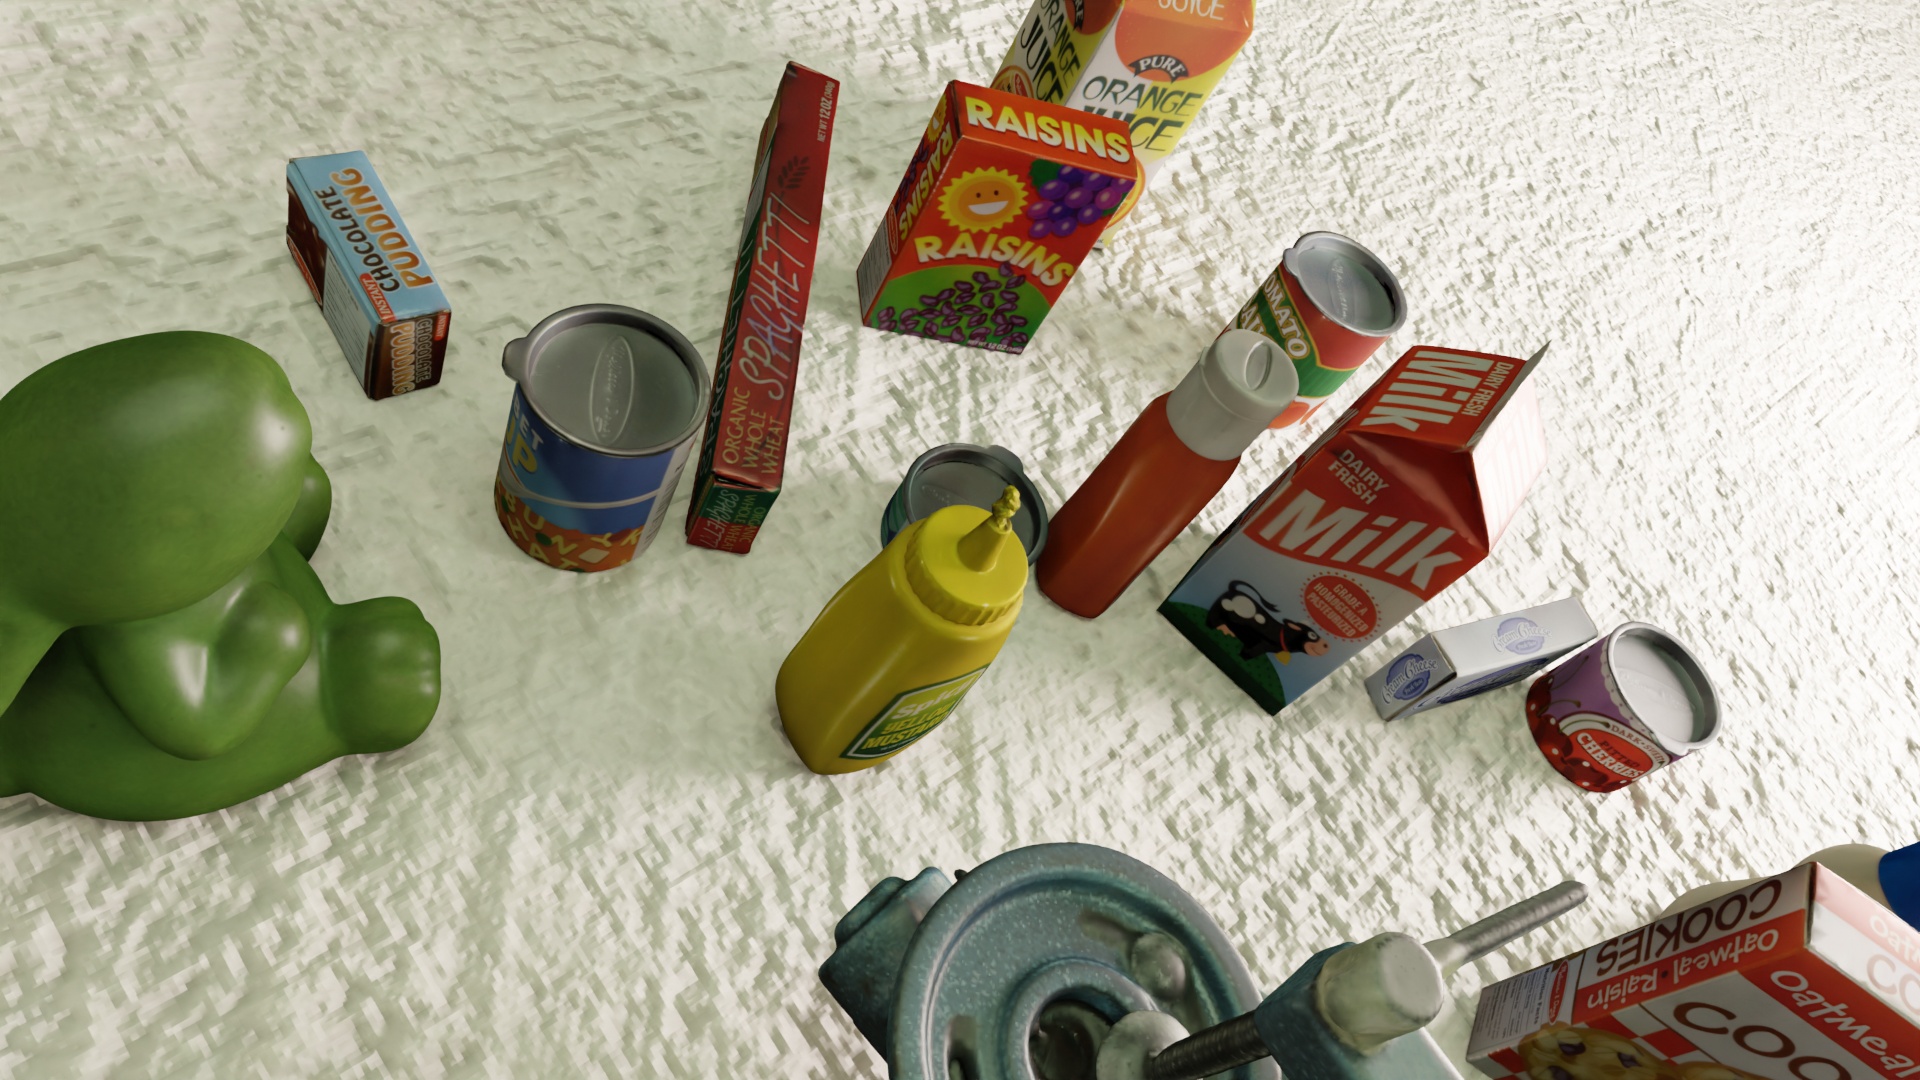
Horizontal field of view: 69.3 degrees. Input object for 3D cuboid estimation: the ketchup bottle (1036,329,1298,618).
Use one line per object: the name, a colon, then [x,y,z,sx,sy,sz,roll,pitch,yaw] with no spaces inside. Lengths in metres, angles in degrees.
ketchup bottle: [0.082,-0.028,0.570,0.043,0.148,0.065,29,51,-6]

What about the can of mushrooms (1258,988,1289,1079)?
can of mushrooms: [0.096,0.197,0.502,0.071,0.033,0.071,13,54,-18]

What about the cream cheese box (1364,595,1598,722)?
cream cheese box: [0.246,0.056,0.656,0.104,0.053,0.024,-9,64,-30]

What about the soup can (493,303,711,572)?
soup can: [-0.137,-0.037,0.512,0.071,0.083,0.072,13,55,-18]

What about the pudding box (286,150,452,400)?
pudding box: [-0.228,-0.102,0.533,0.030,0.049,0.084,-22,71,-35]

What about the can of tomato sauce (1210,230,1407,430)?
can of tomato sauce: [0.173,-0.105,0.708,0.071,0.082,0.071,13,55,-18]

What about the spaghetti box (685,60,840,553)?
spaghetti box: [-0.084,-0.109,0.607,0.029,0.050,0.251,15,54,-17]

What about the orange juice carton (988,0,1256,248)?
orange juice carton: [0.075,-0.235,0.676,0.072,0.191,0.073,1,59,-25]

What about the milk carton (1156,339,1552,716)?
milk carton: [0.168,-0.010,0.573,0.073,0.189,0.073,43,51,5]

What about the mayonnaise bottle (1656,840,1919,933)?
mayonnaise bottle: [0.369,0.161,0.585,0.041,0.147,0.065,-30,75,-37]

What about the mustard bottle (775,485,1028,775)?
mustard bottle: [-0.015,0.030,0.477,0.065,0.159,0.049,-17,68,-33]

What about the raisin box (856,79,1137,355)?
raisin box: [0.014,-0.142,0.629,0.086,0.122,0.040,8,56,-22]

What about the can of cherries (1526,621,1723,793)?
can of cherries: [0.318,0.083,0.669,0.071,0.058,0.072,13,54,-18]

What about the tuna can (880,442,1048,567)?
tuna can: [0.002,-0.007,0.593,0.071,0.032,0.071,13,54,-18]

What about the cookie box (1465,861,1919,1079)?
cookie box: [0.295,0.193,0.515,0.123,0.166,0.040,35,51,-1]
